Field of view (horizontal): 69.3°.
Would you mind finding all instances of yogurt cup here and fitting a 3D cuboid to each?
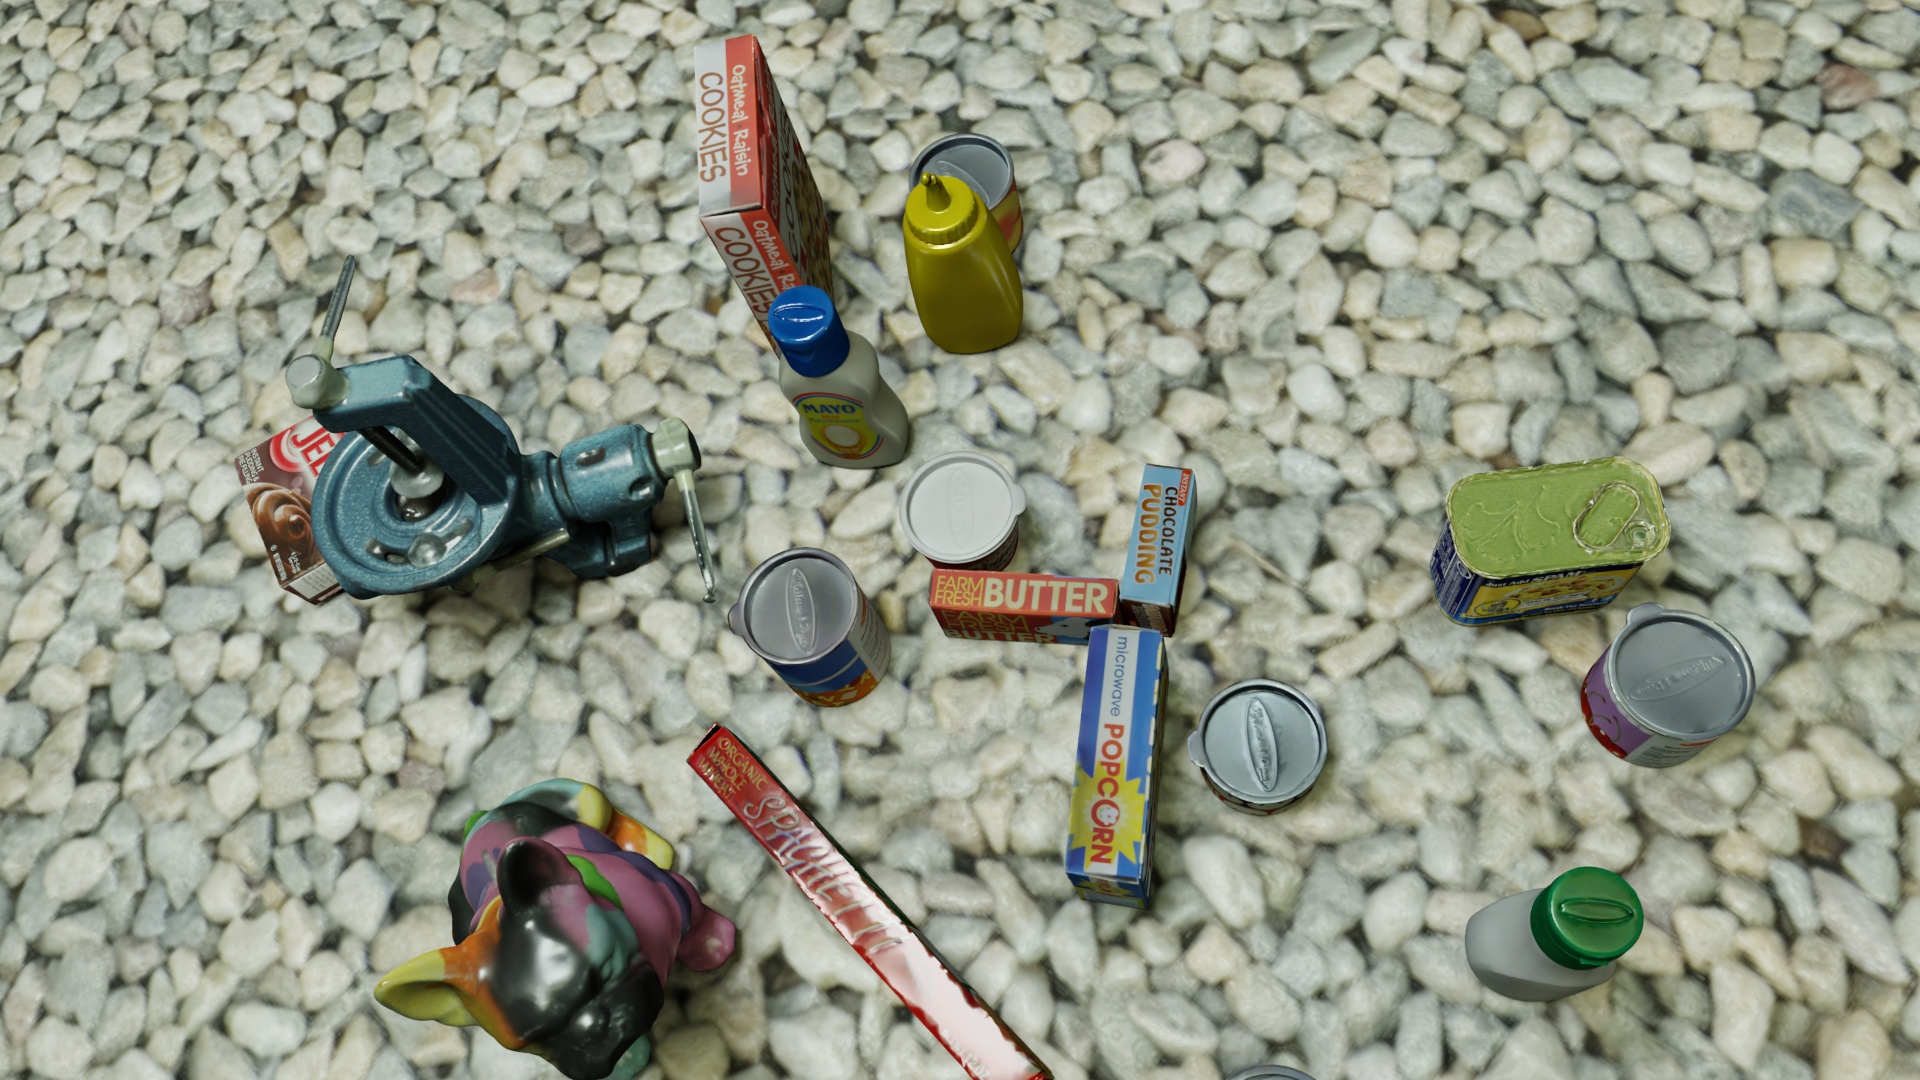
[{"bbox_3d":[0.003,-0.010,0.793,0.072,0.053,0.072,-4,66,8],"label":"yogurt cup"}]

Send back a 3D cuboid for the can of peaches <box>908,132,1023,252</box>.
[{"bbox_3d":[0.003,-0.212,0.879,0.071,0.058,0.071,-4,66,8],"label":"can of peaches"}]

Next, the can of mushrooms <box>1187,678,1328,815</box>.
[{"bbox_3d":[0.155,0.108,0.727,0.071,0.033,0.071,-4,66,8],"label":"can of mushrooms"}]

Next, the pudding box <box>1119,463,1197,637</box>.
[{"bbox_3d":[0.111,0.005,0.770,0.030,0.049,0.084,8,68,13],"label":"pudding box"}]

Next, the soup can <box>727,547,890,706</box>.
[{"bbox_3d":[-0.081,0.050,0.765,0.071,0.083,0.071,-4,66,8],"label":"soup can"}]

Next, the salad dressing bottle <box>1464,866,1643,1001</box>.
[{"bbox_3d":[0.264,0.175,0.616,0.064,0.147,0.044,2,68,11],"label":"salad dressing bottle"}]

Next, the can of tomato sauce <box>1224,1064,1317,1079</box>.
[{"bbox_3d":[0.140,0.276,0.629,0.071,0.083,0.071,-4,66,8],"label":"can of tomato sauce"}]

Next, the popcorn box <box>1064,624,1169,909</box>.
[{"bbox_3d":[0.082,0.116,0.707,0.038,0.085,0.127,4,68,12],"label":"popcorn box"}]

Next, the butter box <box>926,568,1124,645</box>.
[{"bbox_3d":[0.037,0.038,0.767,0.103,0.053,0.024,3,68,11],"label":"butter box"}]

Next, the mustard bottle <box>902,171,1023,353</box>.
[{"bbox_3d":[-0.002,-0.166,0.804,0.065,0.159,0.049,-9,66,6],"label":"mustard bottle"}]

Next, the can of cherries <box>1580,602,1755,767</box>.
[{"bbox_3d":[0.351,0.073,0.695,0.071,0.058,0.072,-4,66,8],"label":"can of cherries"}]

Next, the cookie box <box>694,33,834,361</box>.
[{"bbox_3d":[-0.113,-0.197,0.833,0.040,0.167,0.123,-10,66,6],"label":"cookie box"}]

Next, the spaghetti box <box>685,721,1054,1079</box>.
[{"bbox_3d":[-0.051,0.191,0.717,0.029,0.050,0.250,-44,67,-10],"label":"spaghetti box"}]

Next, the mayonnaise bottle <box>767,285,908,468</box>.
[{"bbox_3d":[-0.072,-0.090,0.789,0.065,0.147,0.041,2,68,11],"label":"mayonnaise bottle"}]
